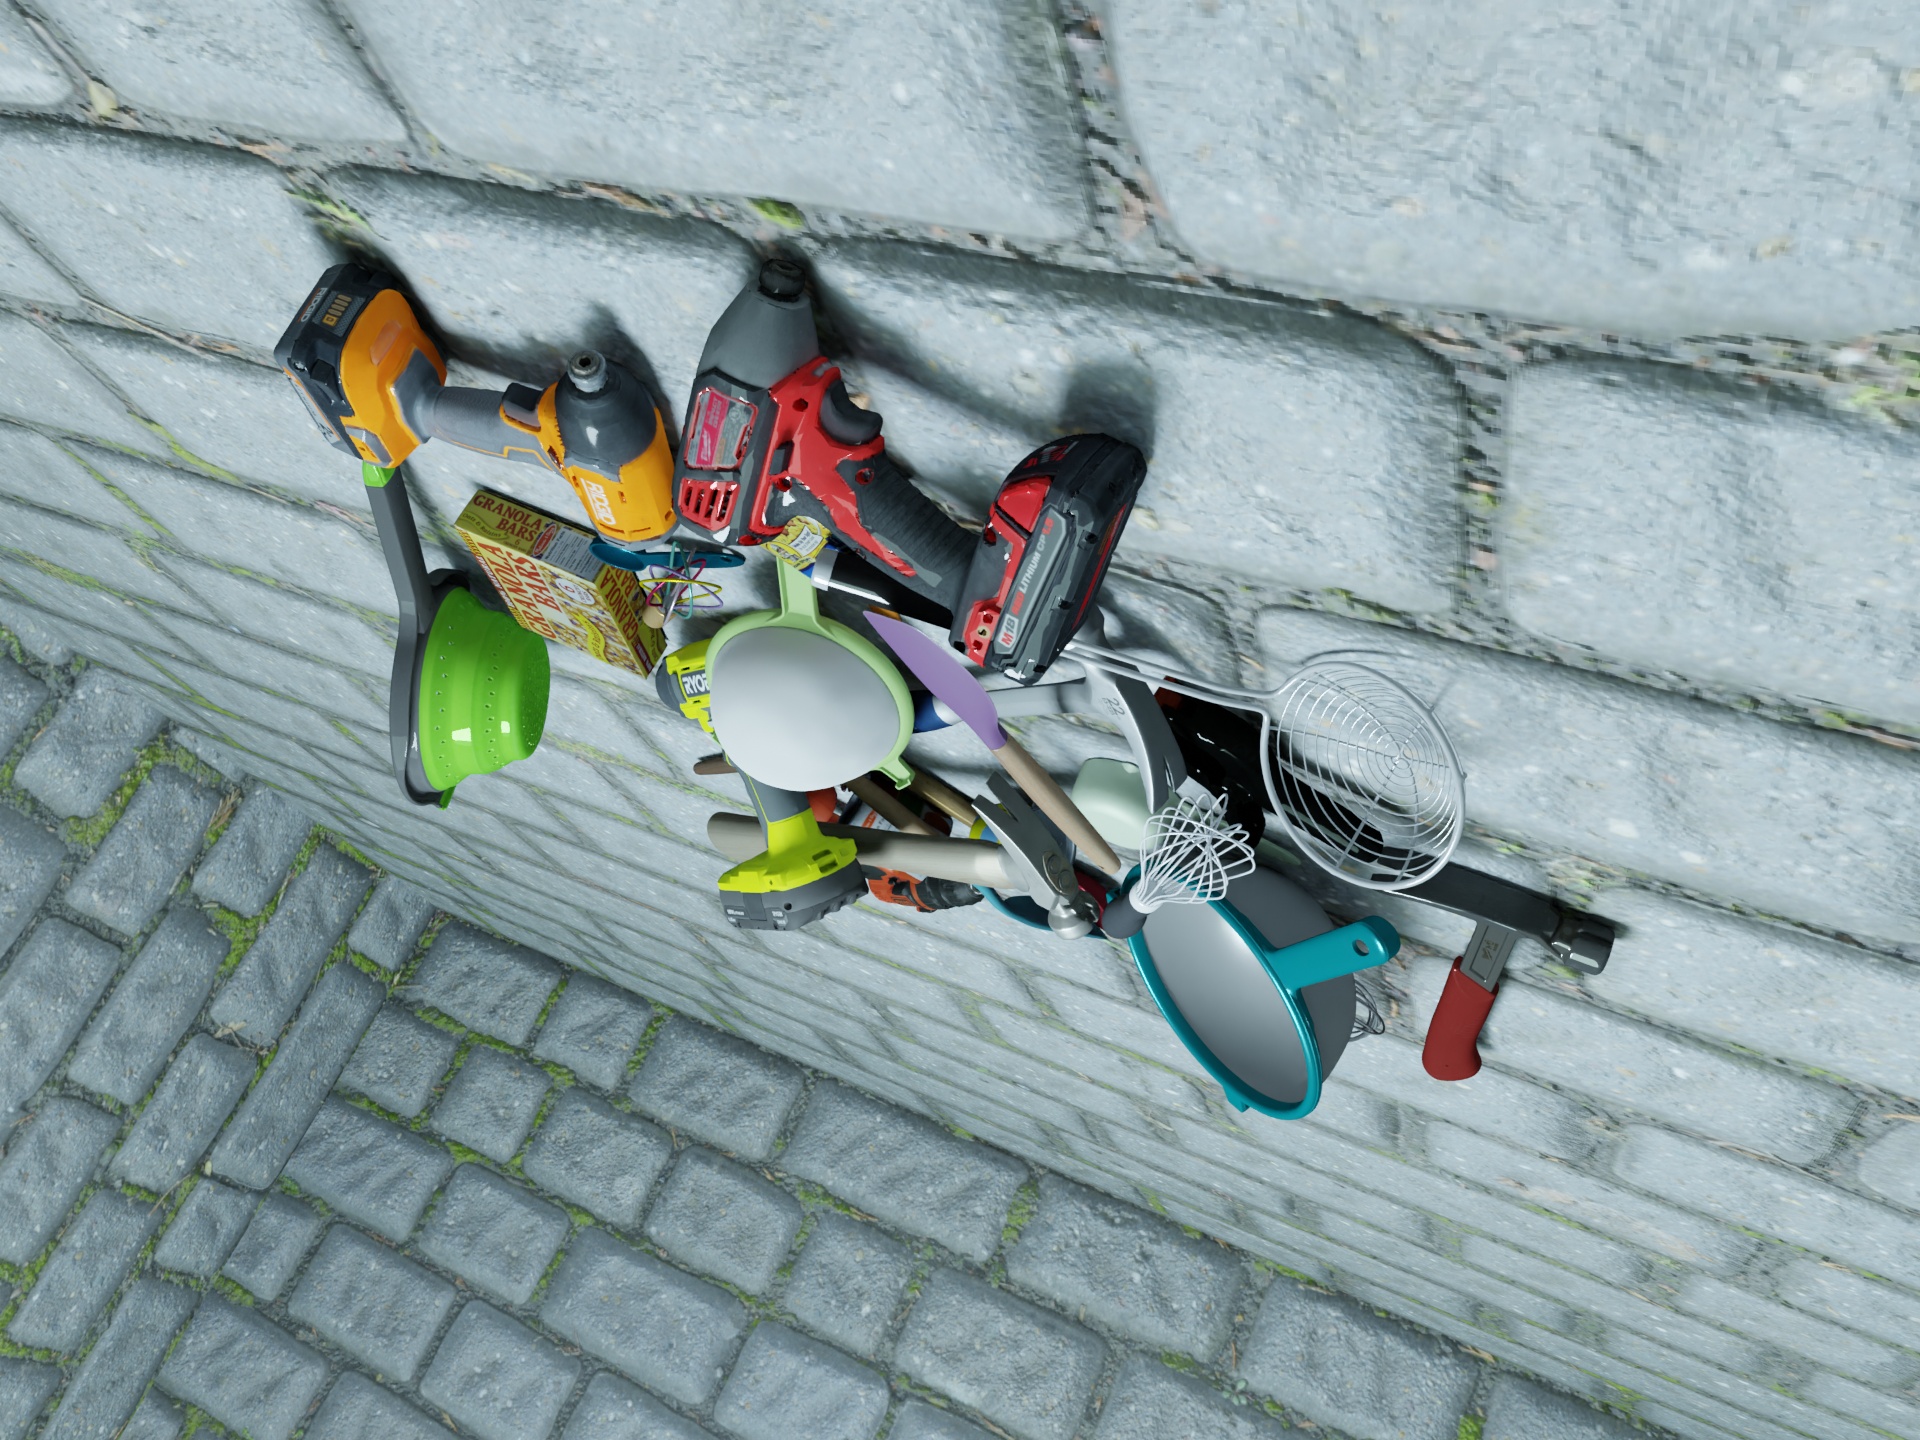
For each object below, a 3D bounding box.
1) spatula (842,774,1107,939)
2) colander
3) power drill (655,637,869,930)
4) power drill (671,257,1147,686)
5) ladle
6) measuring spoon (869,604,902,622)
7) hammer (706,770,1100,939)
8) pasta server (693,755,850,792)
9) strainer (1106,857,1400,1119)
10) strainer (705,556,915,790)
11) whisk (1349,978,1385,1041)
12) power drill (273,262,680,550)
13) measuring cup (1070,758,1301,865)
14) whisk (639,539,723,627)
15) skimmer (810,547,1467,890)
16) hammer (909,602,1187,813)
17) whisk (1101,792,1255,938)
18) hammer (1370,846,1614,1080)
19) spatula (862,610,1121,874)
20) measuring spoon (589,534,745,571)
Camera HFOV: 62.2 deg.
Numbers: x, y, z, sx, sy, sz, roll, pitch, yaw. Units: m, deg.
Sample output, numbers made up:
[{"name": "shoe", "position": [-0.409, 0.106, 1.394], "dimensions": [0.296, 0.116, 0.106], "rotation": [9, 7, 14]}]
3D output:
[{"name": "spatula", "position": [-0.001, 0.105, 1.319], "dimensions": [0.317, 0.044, 0.082], "rotation": [40, -179, -32]}, {"name": "colander", "position": [-0.403, -0.077, 1.297], "dimensions": [0.094, 0.205, 0.396], "rotation": [6, 140, -1]}, {"name": "power drill", "position": [-0.163, 0.044, 1.230], "dimensions": [0.171, 0.080, 0.223], "rotation": [-8, 102, 54]}, {"name": "power drill", "position": [-0.031, -0.121, 0.766], "dimensions": [0.220, 0.078, 0.143], "rotation": [26, 124, 9]}, {"name": "ladle", "position": [0.012, 0.083, 1.318], "dimensions": [0.315, 0.031, 0.069], "rotation": [35, 169, -15]}, {"name": "measuring spoon", "position": [-0.056, -0.078, 1.034], "dimensions": [0.021, 0.011, 0.116], "rotation": [18, 158, 23]}, {"name": "hammer", "position": [-0.078, 0.094, 1.265], "dimensions": [0.411, 0.038, 0.146], "rotation": [1, 136, 46]}, {"name": "pasta server", "position": [-0.180, 0.042, 1.435], "dimensions": [0.060, 0.040, 0.316], "rotation": [25, 164, -27]}, {"name": "strainer", "position": [0.232, 0.157, 1.093], "dimensions": [0.211, 0.095, 0.340], "rotation": [59, 158, 7]}, {"name": "strainer", "position": [-0.111, -0.034, 1.028], "dimensions": [0.151, 0.069, 0.256], "rotation": [13, 139, 11]}, {"name": "whisk", "position": [0.236, 0.188, 1.278], "dimensions": [0.239, 0.055, 0.055], "rotation": [32, 160, 1]}, {"name": "power drill", "position": [-0.280, -0.190, 0.945], "dimensions": [0.226, 0.084, 0.164], "rotation": [20, 158, 7]}, {"name": "measuring cup", "position": [0.154, 0.079, 1.115], "dimensions": [0.168, 0.038, 0.083], "rotation": [23, 159, 15]}, {"name": "whisk", "position": [-0.206, -0.087, 1.114], "dimensions": [0.051, 0.047, 0.245], "rotation": [66, 165, -5]}, {"name": "skimmer", "position": [0.089, -0.011, 0.848], "dimensions": [0.363, 0.090, 0.127], "rotation": [18, 131, -2]}, {"name": "hammer", "position": [-0.002, -0.003, 1.076], "dimensions": [0.144, 0.035, 0.405], "rotation": [55, 153, -17]}, {"name": "whisk", "position": [0.133, 0.109, 1.056], "dimensions": [0.070, 0.070, 0.284], "rotation": [26, 160, 2]}, {"name": "hammer", "position": [0.358, 0.193, 1.148], "dimensions": [0.149, 0.037, 0.358], "rotation": [20, 158, 18]}, {"name": "spatula", "position": [0.034, 0.023, 0.943], "dimensions": [0.060, 0.018, 0.315], "rotation": [21, 163, 37]}, {"name": "measuring spoon", "position": [-0.202, -0.121, 1.111], "dimensions": [0.129, 0.021, 0.042], "rotation": [5, 160, 27]}]
